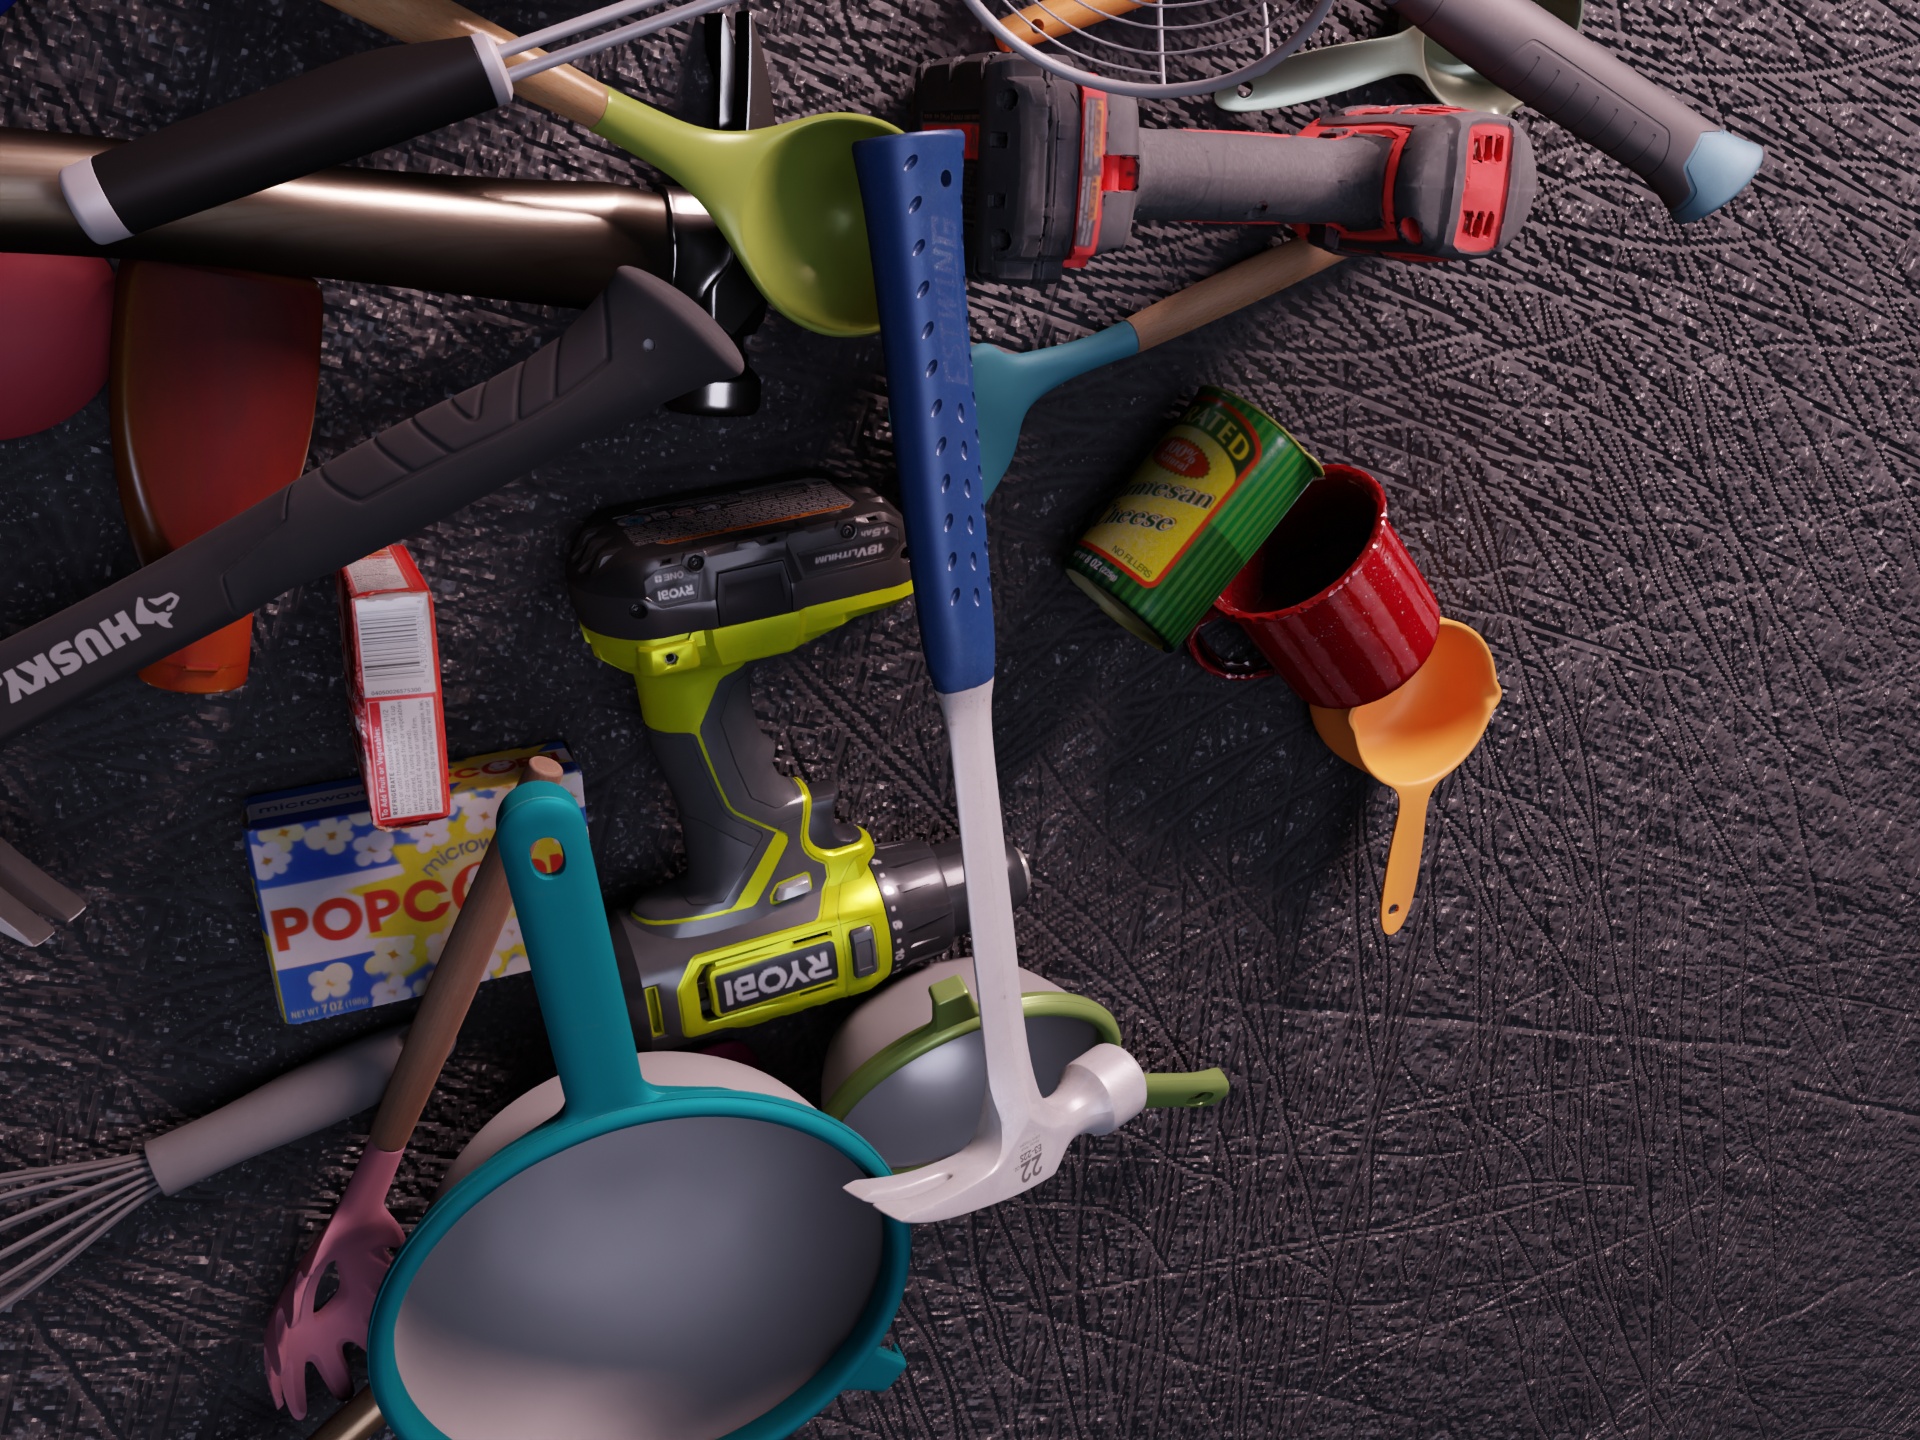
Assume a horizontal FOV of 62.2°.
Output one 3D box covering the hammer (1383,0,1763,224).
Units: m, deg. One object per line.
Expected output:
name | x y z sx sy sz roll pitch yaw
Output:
hammer | 0.193 -0.296 0.649 0.330 0.033 0.128 24 96 -16

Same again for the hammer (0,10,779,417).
hammer | -0.234 -0.165 0.483 0.410 0.038 0.146 -9 112 -39

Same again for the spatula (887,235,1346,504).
spatula | 0.102 -0.173 0.698 0.317 0.044 0.082 -28 128 -16

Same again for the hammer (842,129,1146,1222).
hammer | -0.001 -0.002 0.588 0.144 0.035 0.405 -21 113 -40

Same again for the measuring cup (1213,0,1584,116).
measuring cup | 0.188 -0.299 0.703 0.167 0.038 0.083 -15 128 -2

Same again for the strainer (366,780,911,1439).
strainer | -0.138 0.156 0.623 0.211 0.095 0.340 -13 120 -15

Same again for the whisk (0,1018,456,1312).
whisk | -0.315 0.173 0.625 0.239 0.055 0.055 -23 117 -22

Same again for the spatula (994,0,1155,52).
spatula | 0.155 -0.344 0.675 0.322 0.041 0.081 -25 119 -11

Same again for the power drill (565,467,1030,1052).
power drill | -0.065 0.018 0.669 0.190 0.080 0.228 -14 117 -20

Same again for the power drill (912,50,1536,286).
power drill | 0.097 -0.216 0.631 0.219 0.143 0.078 -4 111 -18

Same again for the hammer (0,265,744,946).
hammer | -0.223 -0.049 0.515 0.335 0.035 0.146 -26 105 6

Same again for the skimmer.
skimmer | -0.068 -0.188 0.458 0.363 0.090 0.127 -23 159 -8

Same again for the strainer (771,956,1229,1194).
strainer | 0.033 0.160 0.774 0.256 0.069 0.151 10 129 -41

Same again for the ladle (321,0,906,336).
ladle | -0.132 -0.203 0.496 0.320 0.062 0.078 15 100 -42

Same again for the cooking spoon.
cooking spoon | -0.209 0.257 0.694 0.319 0.017 0.068 -40 128 -19

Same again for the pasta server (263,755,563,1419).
pasta server | -0.215 0.152 0.633 0.060 0.040 0.316 -2 125 -54

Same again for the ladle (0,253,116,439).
ladle | -0.410 -0.060 0.502 0.315 0.031 0.069 -36 120 -8

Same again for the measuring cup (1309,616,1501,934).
measuring cup | 0.219 0.024 0.823 0.095 0.052 0.173 -8 113 -23
